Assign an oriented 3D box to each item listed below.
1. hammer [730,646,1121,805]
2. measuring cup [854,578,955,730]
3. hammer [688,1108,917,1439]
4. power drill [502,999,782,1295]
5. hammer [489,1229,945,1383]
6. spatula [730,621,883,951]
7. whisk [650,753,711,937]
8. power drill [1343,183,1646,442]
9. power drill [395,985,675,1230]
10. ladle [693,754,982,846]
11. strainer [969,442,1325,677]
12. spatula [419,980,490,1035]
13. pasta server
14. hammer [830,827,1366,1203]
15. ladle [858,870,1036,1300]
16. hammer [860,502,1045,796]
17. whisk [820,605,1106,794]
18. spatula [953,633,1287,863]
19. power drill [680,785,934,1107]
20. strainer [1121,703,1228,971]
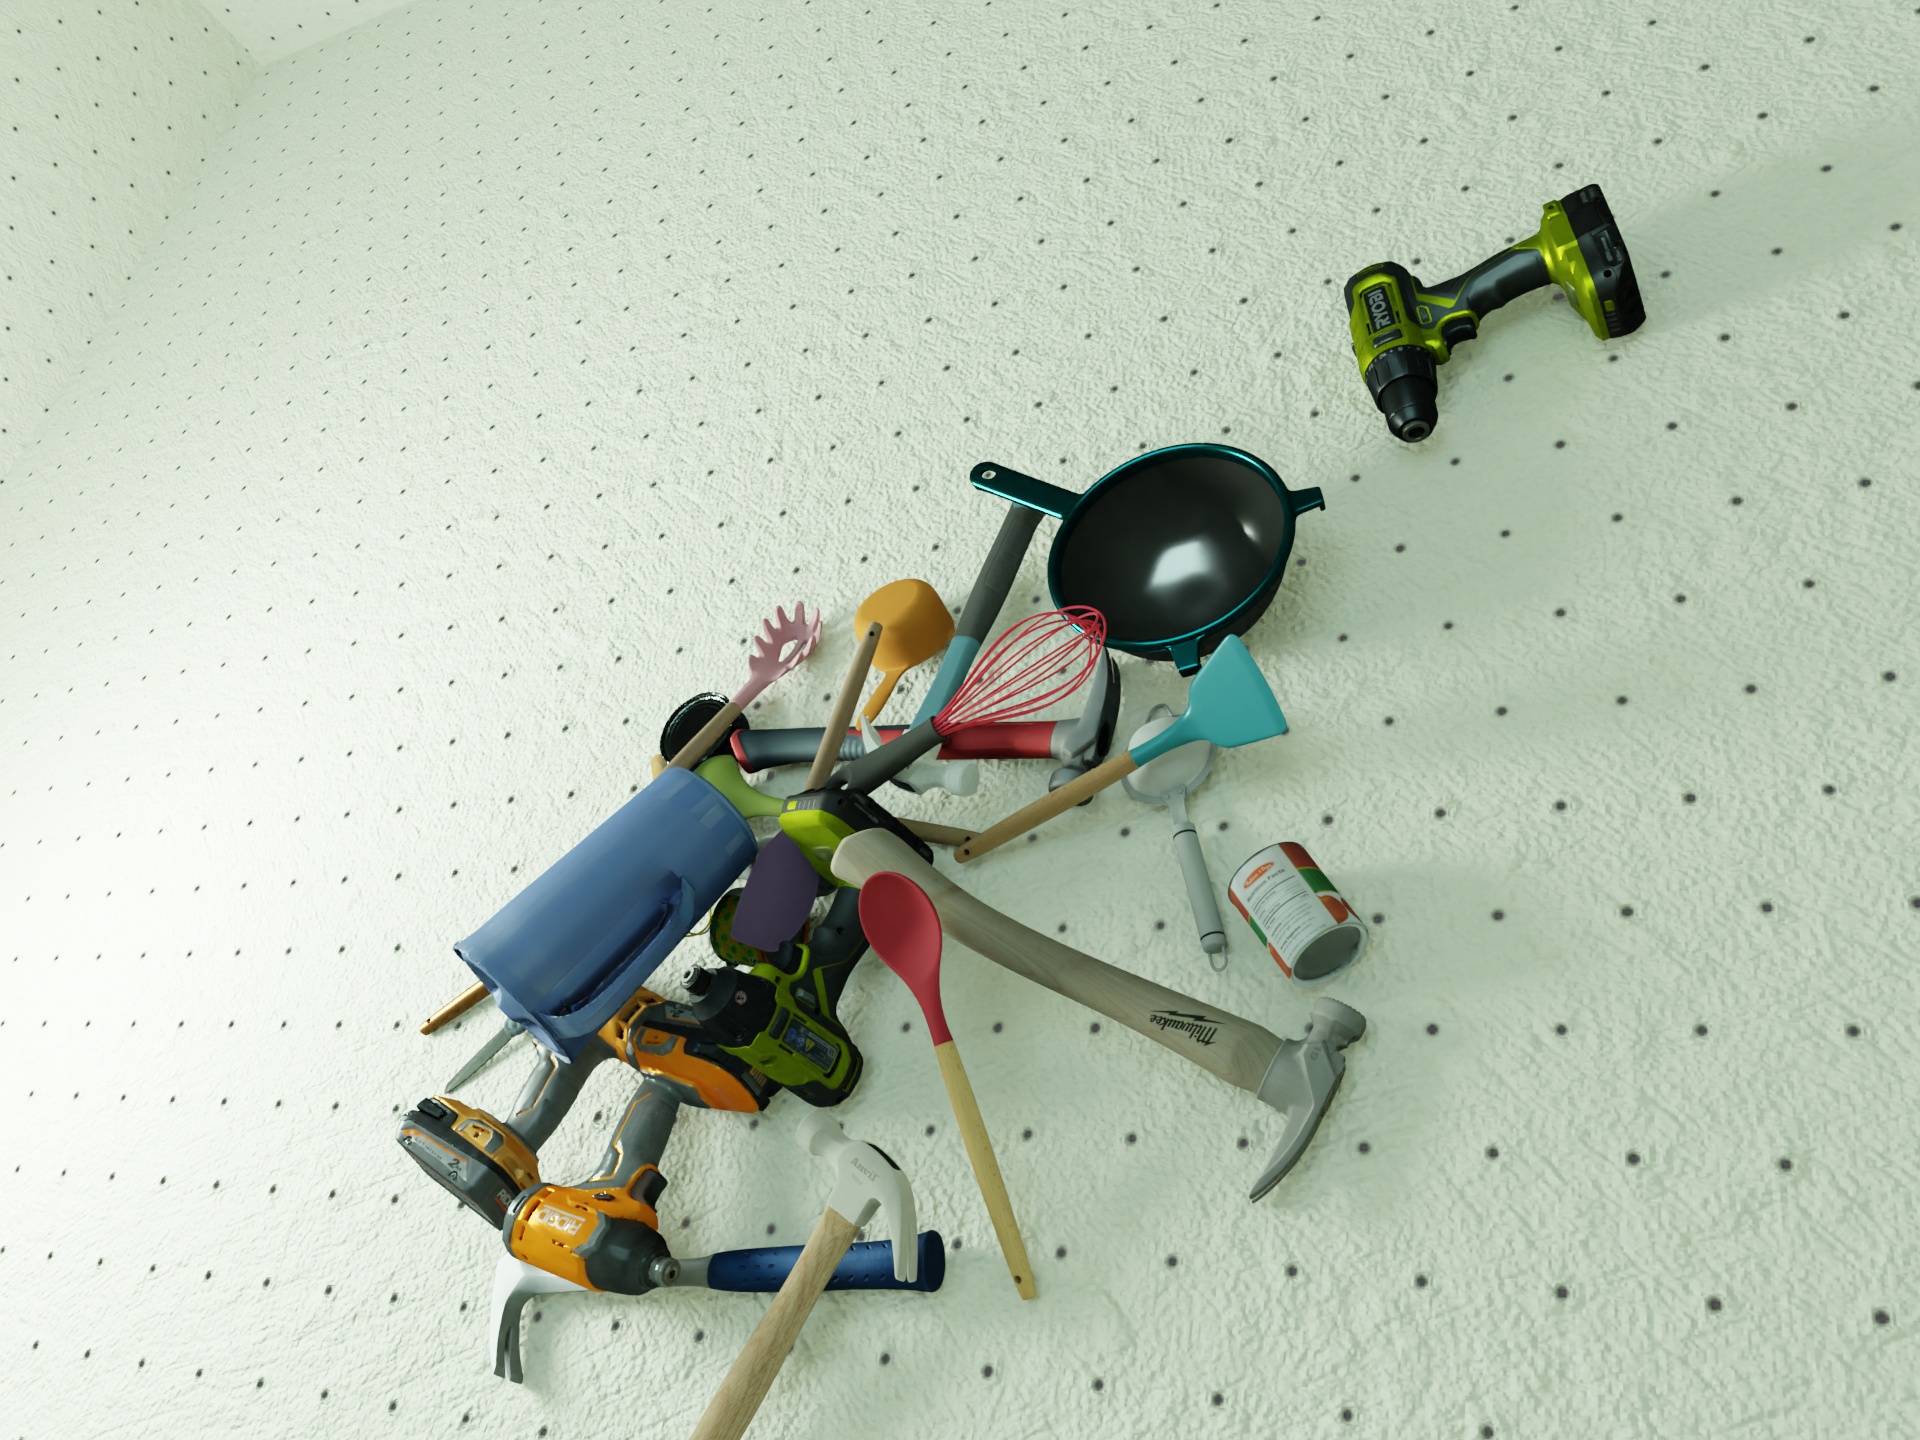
[{"bbox_3d":[-0.041,0.006,1.425,0.386,0.038,0.143,-1,57,31],"label":"hammer"},{"bbox_3d":[-0.069,-0.065,1.451,0.095,0.052,0.174,-7,37,31],"label":"measuring cup"},{"bbox_3d":[-0.139,0.454,1.132,0.130,0.031,0.331,28,85,32],"label":"hammer"},{"bbox_3d":[-0.235,0.340,1.246,0.164,0.084,0.227,5,48,37],"label":"power drill"},{"bbox_3d":[-0.199,0.429,1.220,0.405,0.035,0.144,-12,53,25],"label":"hammer"},{"bbox_3d":[-0.120,0.051,1.370,0.060,0.018,0.316,17,66,2],"label":"spatula"},{"bbox_3d":[-0.270,0.112,1.477,0.047,0.051,0.245,-20,41,-1],"label":"whisk"},{"bbox_3d":[0.446,-0.339,1.343,0.228,0.080,0.191,-20,50,23],"label":"power drill"},{"bbox_3d":[-0.371,0.295,1.359,0.185,0.084,0.226,23,57,31],"label":"power drill"},{"bbox_3d":[-0.114,0.084,1.416,0.320,0.062,0.078,7,92,27],"label":"ladle"},{"bbox_3d":[0.143,-0.147,1.376,0.341,0.095,0.211,28,74,40],"label":"strainer"},{"bbox_3d":[-0.382,0.213,1.501,0.322,0.041,0.081,-35,45,12],"label":"spatula"},{"bbox_3d":[-0.229,0.000,1.492,0.060,0.040,0.316,21,51,25],"label":"pasta server"},{"bbox_3d":[0.073,0.189,1.152,0.411,0.038,0.146,24,72,25],"label":"hammer"},{"bbox_3d":[-0.003,0.257,1.141,0.069,0.031,0.316,-30,73,35],"label":"ladle"},{"bbox_3d":[0.012,-0.080,1.411,0.128,0.033,0.331,5,59,34],"label":"hammer"},{"bbox_3d":[-0.002,-0.004,1.293,0.296,0.073,0.073,-33,46,22],"label":"whisk"},{"bbox_3d":[0.112,0.041,1.248,0.317,0.044,0.082,-32,82,27],"label":"spatula"},{"bbox_3d":[-0.121,0.170,1.267,0.080,0.171,0.223,-9,48,45],"label":"power drill"},{"bbox_3d":[0.173,0.079,1.238,0.087,0.050,0.259,-26,51,20],"label":"strainer"}]
